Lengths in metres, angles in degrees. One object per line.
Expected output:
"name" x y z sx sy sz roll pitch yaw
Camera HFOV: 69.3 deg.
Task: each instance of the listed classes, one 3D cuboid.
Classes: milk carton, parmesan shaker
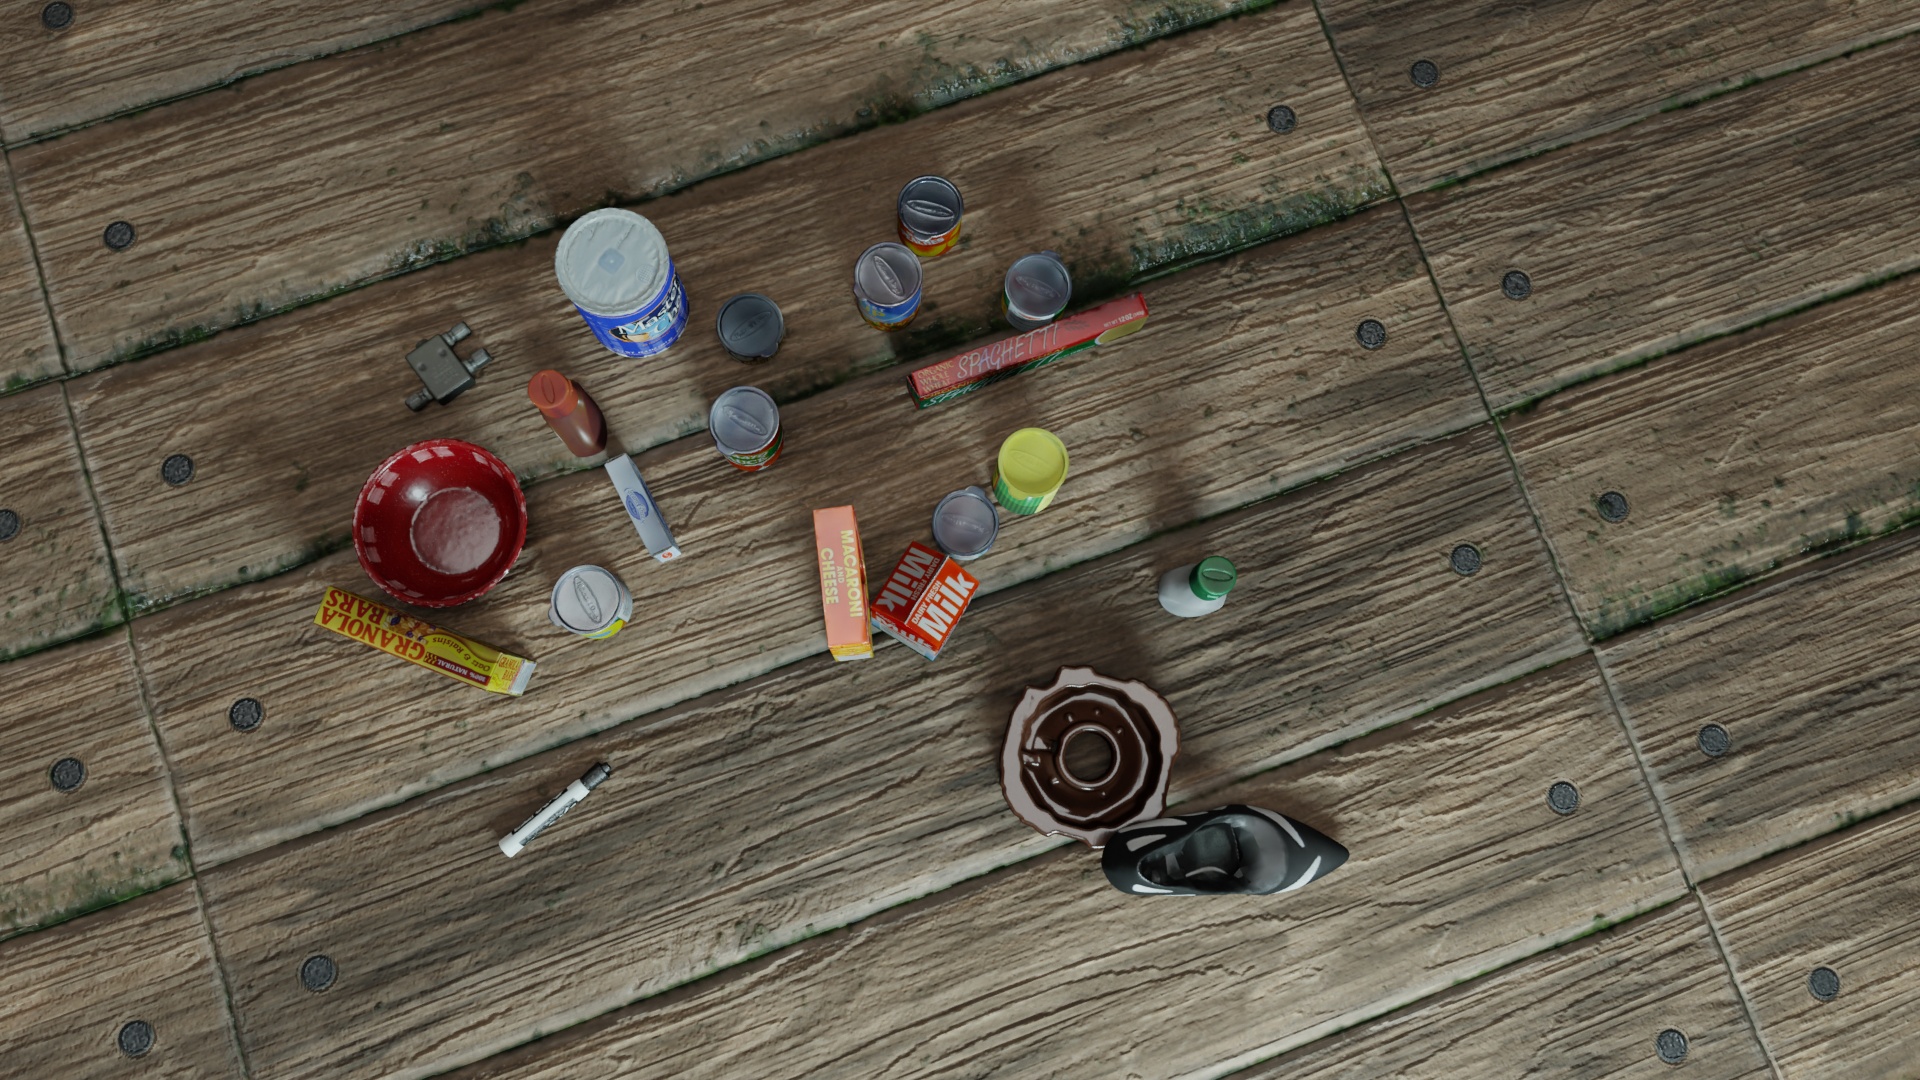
"milk carton" -0.034 0.056 1.268 0.073 0.190 0.072 31 81 2
"parmesan shaker" 0.064 -0.063 1.338 0.071 0.103 0.071 0 81 -3

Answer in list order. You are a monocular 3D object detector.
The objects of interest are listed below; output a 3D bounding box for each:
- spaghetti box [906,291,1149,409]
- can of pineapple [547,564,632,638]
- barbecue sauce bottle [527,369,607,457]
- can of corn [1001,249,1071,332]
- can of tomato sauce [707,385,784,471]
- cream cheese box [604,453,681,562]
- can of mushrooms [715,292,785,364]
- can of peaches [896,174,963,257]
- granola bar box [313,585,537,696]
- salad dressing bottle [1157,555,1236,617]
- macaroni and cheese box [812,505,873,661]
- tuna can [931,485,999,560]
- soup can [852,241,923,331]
"spaghetti box" 0.066 -0.189 1.387 0.250 0.050 0.029 -21 82 -6
"can of pineapple" -0.351 0.059 1.318 0.071 0.057 0.071 0 81 -3
"barbecue sauce bottle" -0.368 -0.123 1.302 0.044 0.148 0.065 -17 82 -5
"can of corn" 0.076 -0.249 1.393 0.071 0.058 0.071 0 81 -3
"can of tomato sauce" -0.206 -0.105 1.341 0.071 0.083 0.071 0 81 -3
"cream cheese box" -0.306 -0.030 1.338 0.024 0.053 0.104 -28 83 -7
"can of mushrooms" -0.207 -0.208 1.384 0.071 0.033 0.071 1 80 -3
"can of peaches" -0.032 -0.324 1.400 0.071 0.058 0.071 0 81 -3
"granola bar box" -0.486 0.095 1.271 0.165 0.124 0.039 21 80 1
"salad dressing bottle" 0.225 0.043 1.306 0.064 0.147 0.044 9 81 -1
"macaroni and cheese box" -0.106 0.043 1.279 0.040 0.166 0.124 -7 81 -4
"tuna can" 0.005 -0.017 1.362 0.071 0.032 0.071 1 80 -3
"soup can" -0.074 -0.248 1.372 0.071 0.083 0.071 0 81 -3
